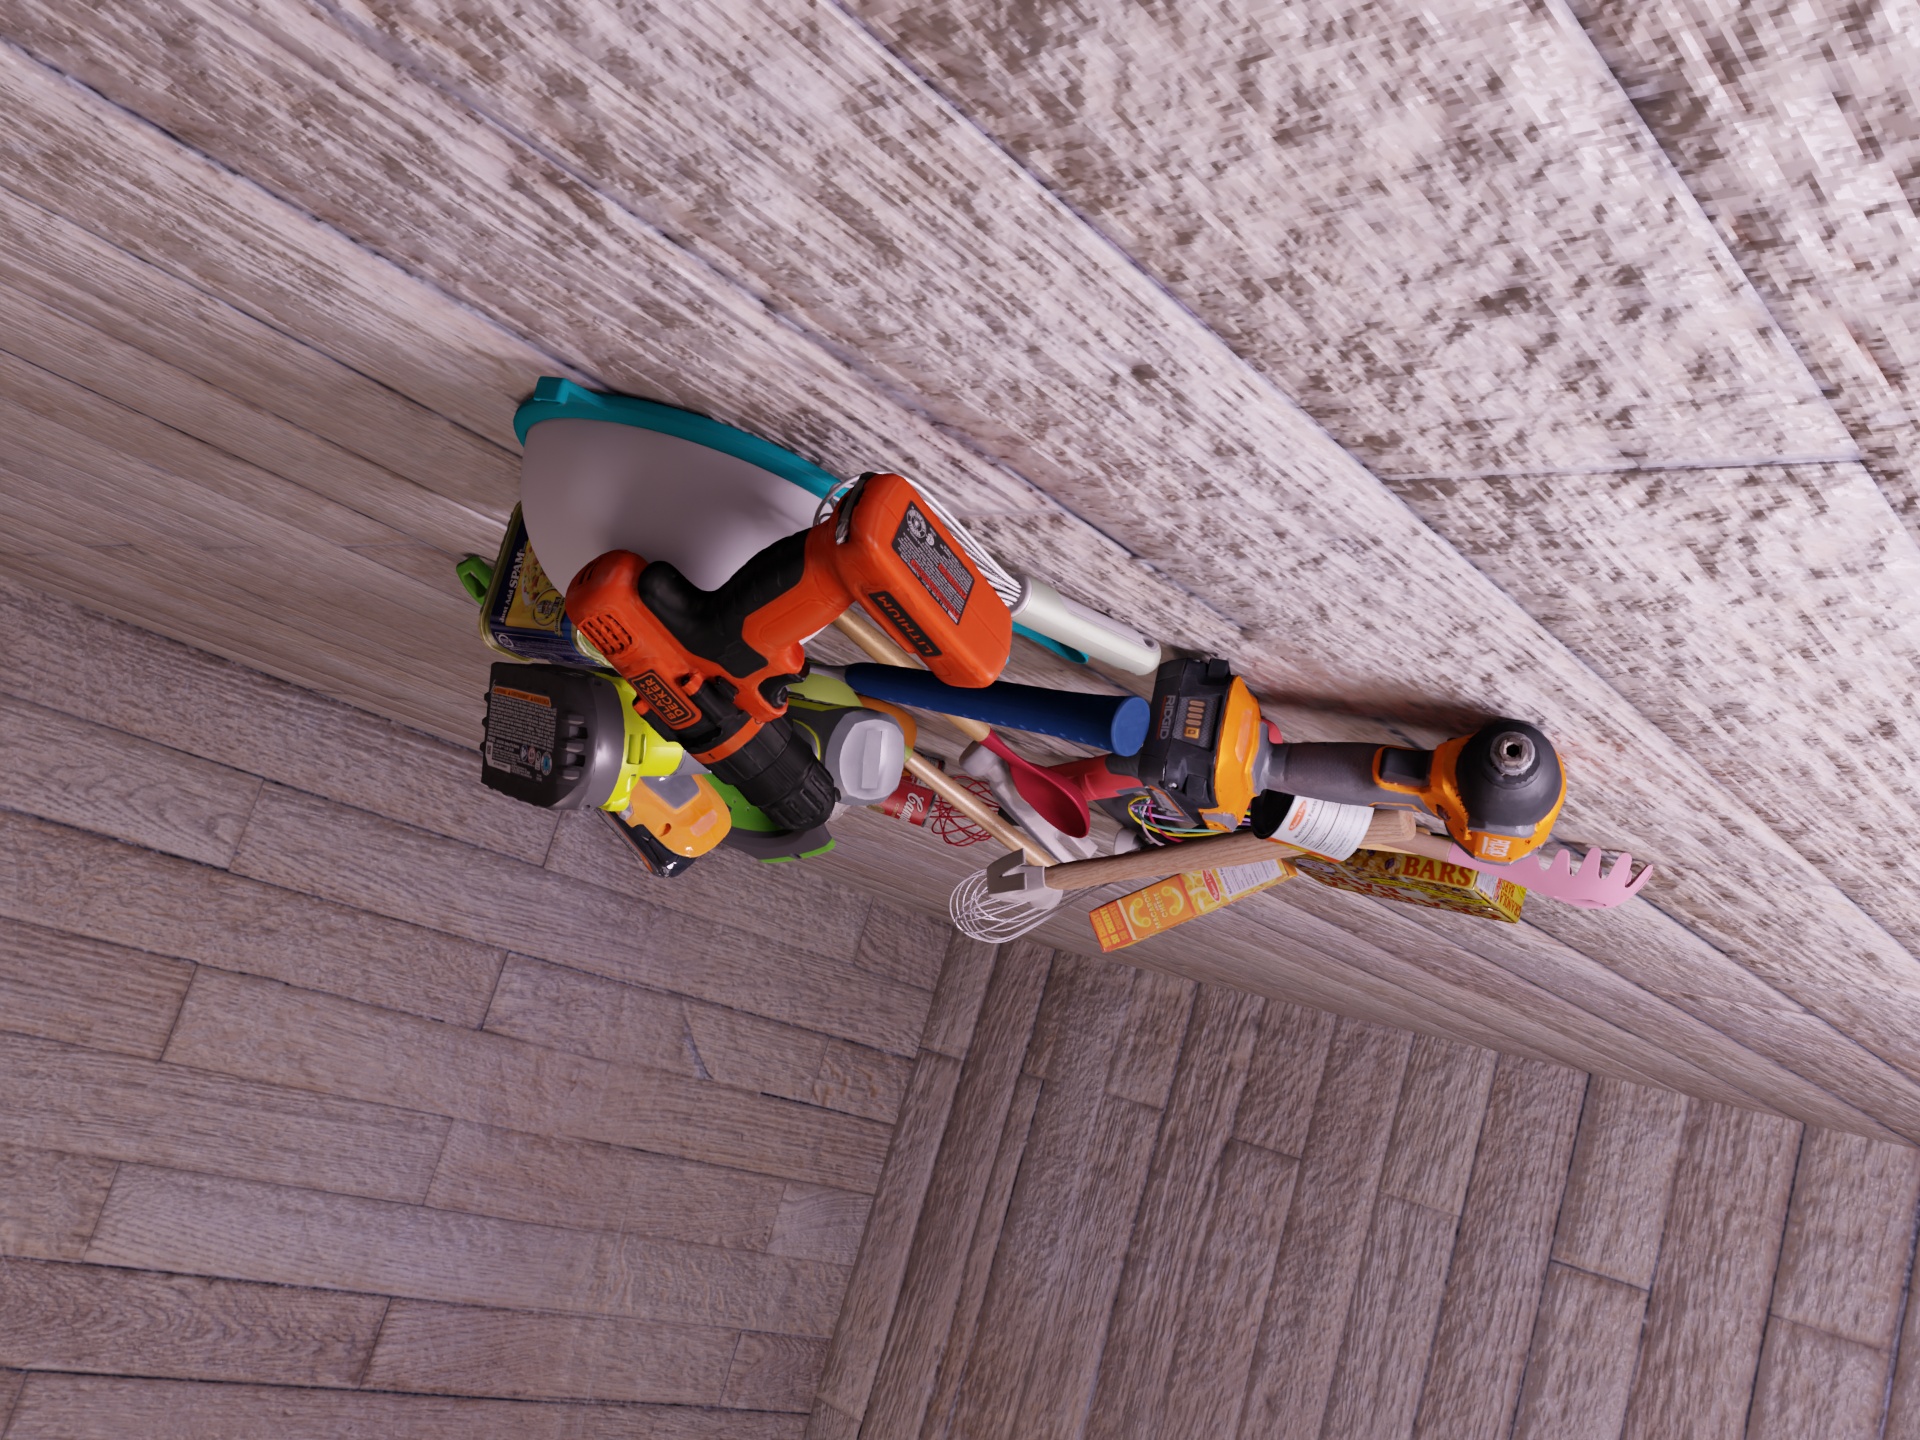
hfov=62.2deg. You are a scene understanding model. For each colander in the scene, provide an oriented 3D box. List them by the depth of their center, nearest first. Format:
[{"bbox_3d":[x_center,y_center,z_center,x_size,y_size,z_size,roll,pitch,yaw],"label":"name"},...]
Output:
[{"bbox_3d":[-0.253,-0.029,1.358,0.204,0.095,0.396,-15,131,43],"label":"colander"}]

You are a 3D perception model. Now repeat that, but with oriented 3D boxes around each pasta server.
[{"bbox_3d":[0.332,0.081,1.157,0.316,0.040,0.060,16,170,27],"label":"pasta server"}]

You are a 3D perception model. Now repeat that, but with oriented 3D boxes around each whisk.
[{"bbox_3d":[0.023,-0.069,0.826,0.246,0.059,0.058,21,-154,-41],"label":"whisk"},{"bbox_3d":[0.245,0.083,1.248,0.245,0.047,0.051,5,-157,31],"label":"whisk"},{"bbox_3d":[0.123,0.133,1.379,0.284,0.070,0.070,-19,157,16],"label":"whisk"},{"bbox_3d":[0.037,0.087,1.503,0.073,0.073,0.296,21,170,-22],"label":"whisk"}]

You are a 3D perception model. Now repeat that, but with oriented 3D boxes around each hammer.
[{"bbox_3d":[-0.069,-0.030,0.986,0.406,0.035,0.144,11,-179,33],"label":"hammer"},{"bbox_3d":[0.127,0.050,1.174,0.143,0.038,0.386,45,159,-12],"label":"hammer"},{"bbox_3d":[0.170,0.101,1.188,0.331,0.031,0.130,-12,164,27],"label":"hammer"},{"bbox_3d":[0.170,0.094,1.442,0.146,0.035,0.334,13,168,25],"label":"hammer"}]

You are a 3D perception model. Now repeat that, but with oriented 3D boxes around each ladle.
[{"bbox_3d":[-0.002,-0.004,1.109,0.069,0.031,0.315,15,161,48],"label":"ladle"},{"bbox_3d":[-0.031,0.054,1.292,0.320,0.062,0.078,39,173,-22],"label":"ladle"}]

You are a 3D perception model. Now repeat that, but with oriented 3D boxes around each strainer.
[{"bbox_3d":[-0.091,-0.065,0.867,0.340,0.095,0.211,21,169,-14],"label":"strainer"}]

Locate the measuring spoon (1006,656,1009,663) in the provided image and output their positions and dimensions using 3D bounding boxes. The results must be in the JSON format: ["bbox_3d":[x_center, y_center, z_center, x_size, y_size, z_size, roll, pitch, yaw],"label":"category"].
[{"bbox_3d":[0.000,-0.038,0.820,0.042,0.021,0.128,5,170,21],"label":"measuring spoon"}]

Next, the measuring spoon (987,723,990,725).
[{"bbox_3d":[-0.029,-0.010,1.260,0.124,0.018,0.034,12,169,27],"label":"measuring spoon"}]

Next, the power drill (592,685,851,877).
[{"bbox_3d":[-0.188,0.039,1.229,0.185,0.084,0.226,47,135,1],"label":"power drill"}]

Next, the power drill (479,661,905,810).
[{"bbox_3d":[-0.174,0.010,0.992,0.228,0.080,0.191,3,-175,-40],"label":"power drill"}]

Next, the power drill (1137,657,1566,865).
[{"bbox_3d":[0.220,0.024,0.893,0.226,0.084,0.164,9,167,17],"label":"power drill"}]

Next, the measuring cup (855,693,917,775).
[{"bbox_3d":[-0.080,0.017,1.392,0.095,0.052,0.173,16,171,4],"label":"measuring cup"}]
